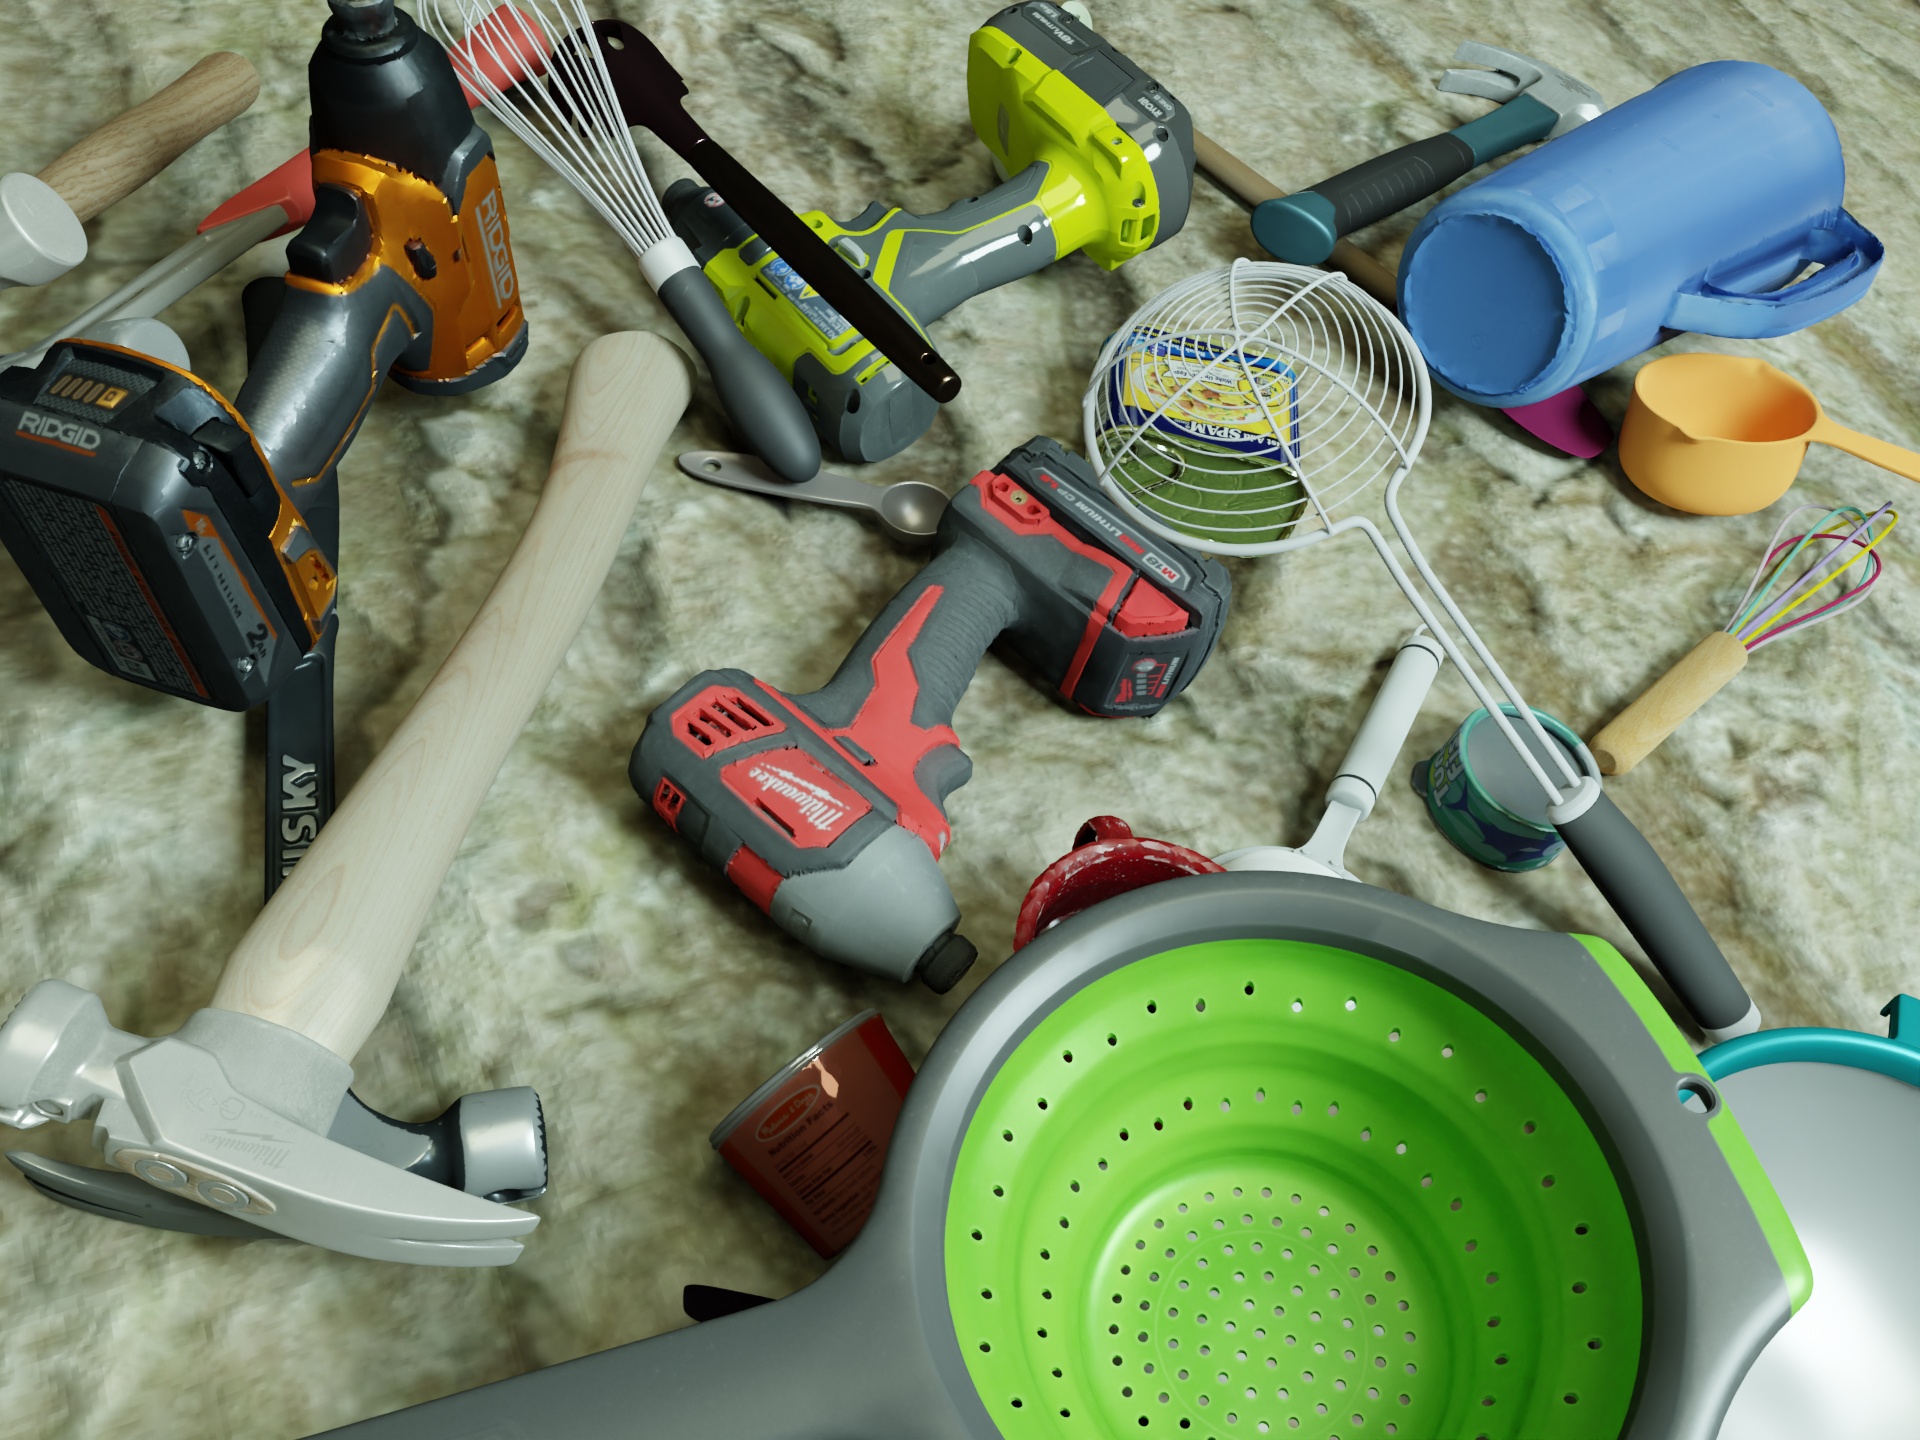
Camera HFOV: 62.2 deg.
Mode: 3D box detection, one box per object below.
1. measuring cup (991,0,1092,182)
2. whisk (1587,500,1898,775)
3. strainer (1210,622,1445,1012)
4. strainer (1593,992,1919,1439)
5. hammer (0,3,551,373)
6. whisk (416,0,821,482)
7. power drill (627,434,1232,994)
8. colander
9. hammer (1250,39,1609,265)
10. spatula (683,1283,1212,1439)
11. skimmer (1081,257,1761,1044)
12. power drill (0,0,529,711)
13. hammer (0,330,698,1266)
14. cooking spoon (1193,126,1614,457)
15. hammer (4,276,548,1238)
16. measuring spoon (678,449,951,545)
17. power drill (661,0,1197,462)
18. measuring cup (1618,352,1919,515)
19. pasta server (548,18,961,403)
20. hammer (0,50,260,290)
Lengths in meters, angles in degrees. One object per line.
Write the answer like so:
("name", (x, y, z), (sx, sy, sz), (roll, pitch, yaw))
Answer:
("measuring cup", (0.057, -0.342, 0.882), (0.083, 0.038, 0.168), (11, 52, -7))
("whisk", (0.371, -0.041, 0.753), (0.245, 0.051, 0.047), (-34, 36, -27))
("strainer", (0.153, 0.035, 0.641), (0.087, 0.050, 0.258), (21, 48, 19))
("strainer", (0.232, 0.229, 0.490), (0.340, 0.095, 0.211), (-15, 58, -21))
("hammer", (-0.295, -0.232, 0.697), (0.149, 0.036, 0.359), (2, 41, 25))
("whisk", (-0.144, -0.221, 0.683), (0.070, 0.070, 0.284), (-33, 89, -31))
("power drill", (-0.001, -0.002, 0.605), (0.143, 0.078, 0.220), (40, 58, 14))
("colander", (0.005, 0.169, 0.415), (0.397, 0.094, 0.205), (-14, 52, -6))
("hammer", (0.277, -0.321, 0.912), (0.128, 0.033, 0.331), (44, 52, 18))
("spatula", (0.066, 0.222, 0.485), (0.316, 0.060, 0.018), (20, 81, -6))
("skimmer", (0.189, -0.019, 0.619), (0.127, 0.090, 0.363), (-41, 102, -6))
("power drill", (-0.228, -0.135, 0.543), (0.084, 0.164, 0.227), (16, 55, 7))
("hammer", (-0.155, -0.013, 0.562), (0.146, 0.038, 0.411), (25, 43, -11))
("cooking spoon", (0.220, -0.243, 0.865), (0.319, 0.017, 0.069), (43, 51, 16))
("hammer", (-0.245, -0.014, 0.576), (0.149, 0.036, 0.409), (-5, 57, -17))
("measuring spoon", (-0.063, -0.097, 0.695), (0.124, 0.018, 0.034), (13, 48, 3))
("power drill", (-0.016, -0.238, 0.746), (0.223, 0.080, 0.171), (-36, 69, -17))
("measuring cup", (0.412, -0.123, 0.786), (0.174, 0.052, 0.095), (30, 50, 26))
("pasta server", (-0.096, -0.228, 0.695), (0.060, 0.040, 0.316), (-36, 61, -12))
("hammer", (-0.341, -0.208, 0.618), (0.130, 0.031, 0.332), (-25, 32, 12))
